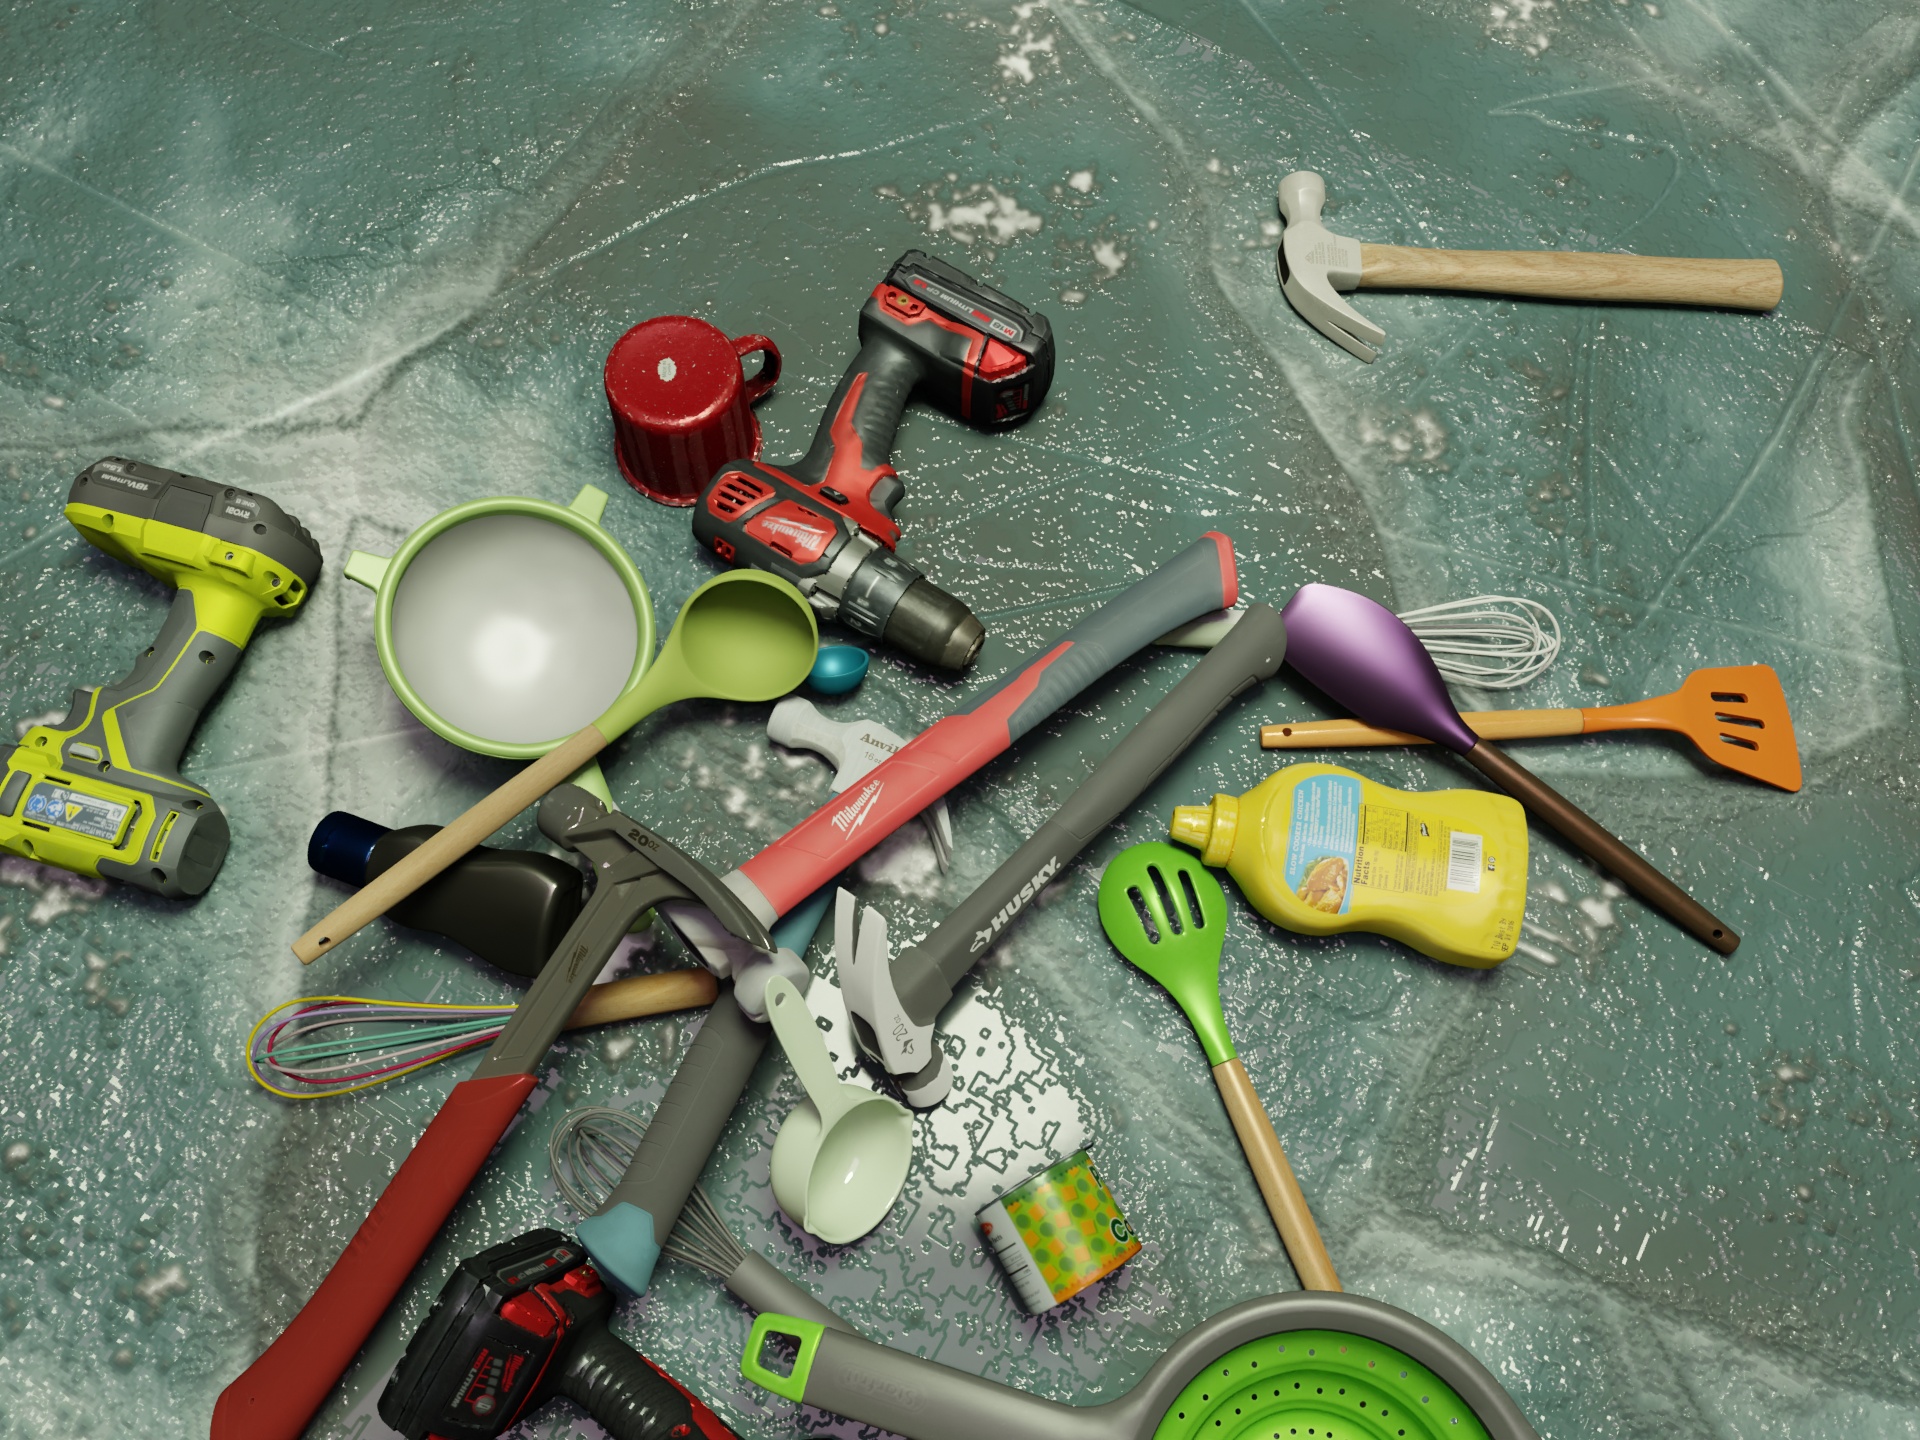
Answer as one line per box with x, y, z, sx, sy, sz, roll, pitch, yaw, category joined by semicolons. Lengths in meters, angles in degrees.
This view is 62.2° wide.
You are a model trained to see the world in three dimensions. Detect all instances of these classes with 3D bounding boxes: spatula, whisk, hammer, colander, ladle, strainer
0.313;0.029;0.907;0.316;0.018;0.060;39;97;4;spatula
-0.112;0.278;0.799;0.239;0.055;0.055;37;72;7;whisk
0.064;0.049;0.854;0.335;0.146;0.035;-43;48;-20;hammer
0.229;-0.051;0.943;0.246;0.059;0.058;3;30;3;whisk
0.090;0.358;0.756;0.397;0.094;0.205;13;68;12;colander
0.376;-0.293;1.050;0.331;0.031;0.130;3;68;-1;hammer
-0.001;-0.003;0.875;0.386;0.038;0.143;-36;62;-21;hammer
-0.105;0.136;0.831;0.128;0.033;0.331;22;58;6;hammer
-0.252;0.157;0.843;0.245;0.051;0.047;-8;64;-9;whisk
-0.208;0.025;0.839;0.320;0.062;0.078;-39;117;-22;ladle
-0.234;0.002;0.901;0.151;0.069;0.256;-22;88;-25;strainer
-0.239;0.212;0.771;0.149;0.036;0.359;31;85;28;hammer
0.337;0.006;0.937;0.322;0.041;0.081;-3;69;1;spatula

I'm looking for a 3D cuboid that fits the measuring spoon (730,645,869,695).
-0.116;-0.024;0.933;0.128;0.021;0.042;-3;27;5;measuring spoon

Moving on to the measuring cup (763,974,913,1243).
-0.075;0.185;0.786;0.038;0.167;0.083;11;41;41;measuring cup

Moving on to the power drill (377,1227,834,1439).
-0.143;0.330;0.725;0.220;0.143;0.078;30;87;11;power drill

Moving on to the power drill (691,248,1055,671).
-0.028;-0.150;0.956;0.188;0.080;0.227;31;73;10;power drill

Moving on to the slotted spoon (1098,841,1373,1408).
0.154;0.206;0.848;0.070;0.031;0.314;-19;72;-8;slotted spoon

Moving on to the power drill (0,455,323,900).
-0.469;-0.026;0.890;0.171;0.080;0.223;15;72;3;power drill
